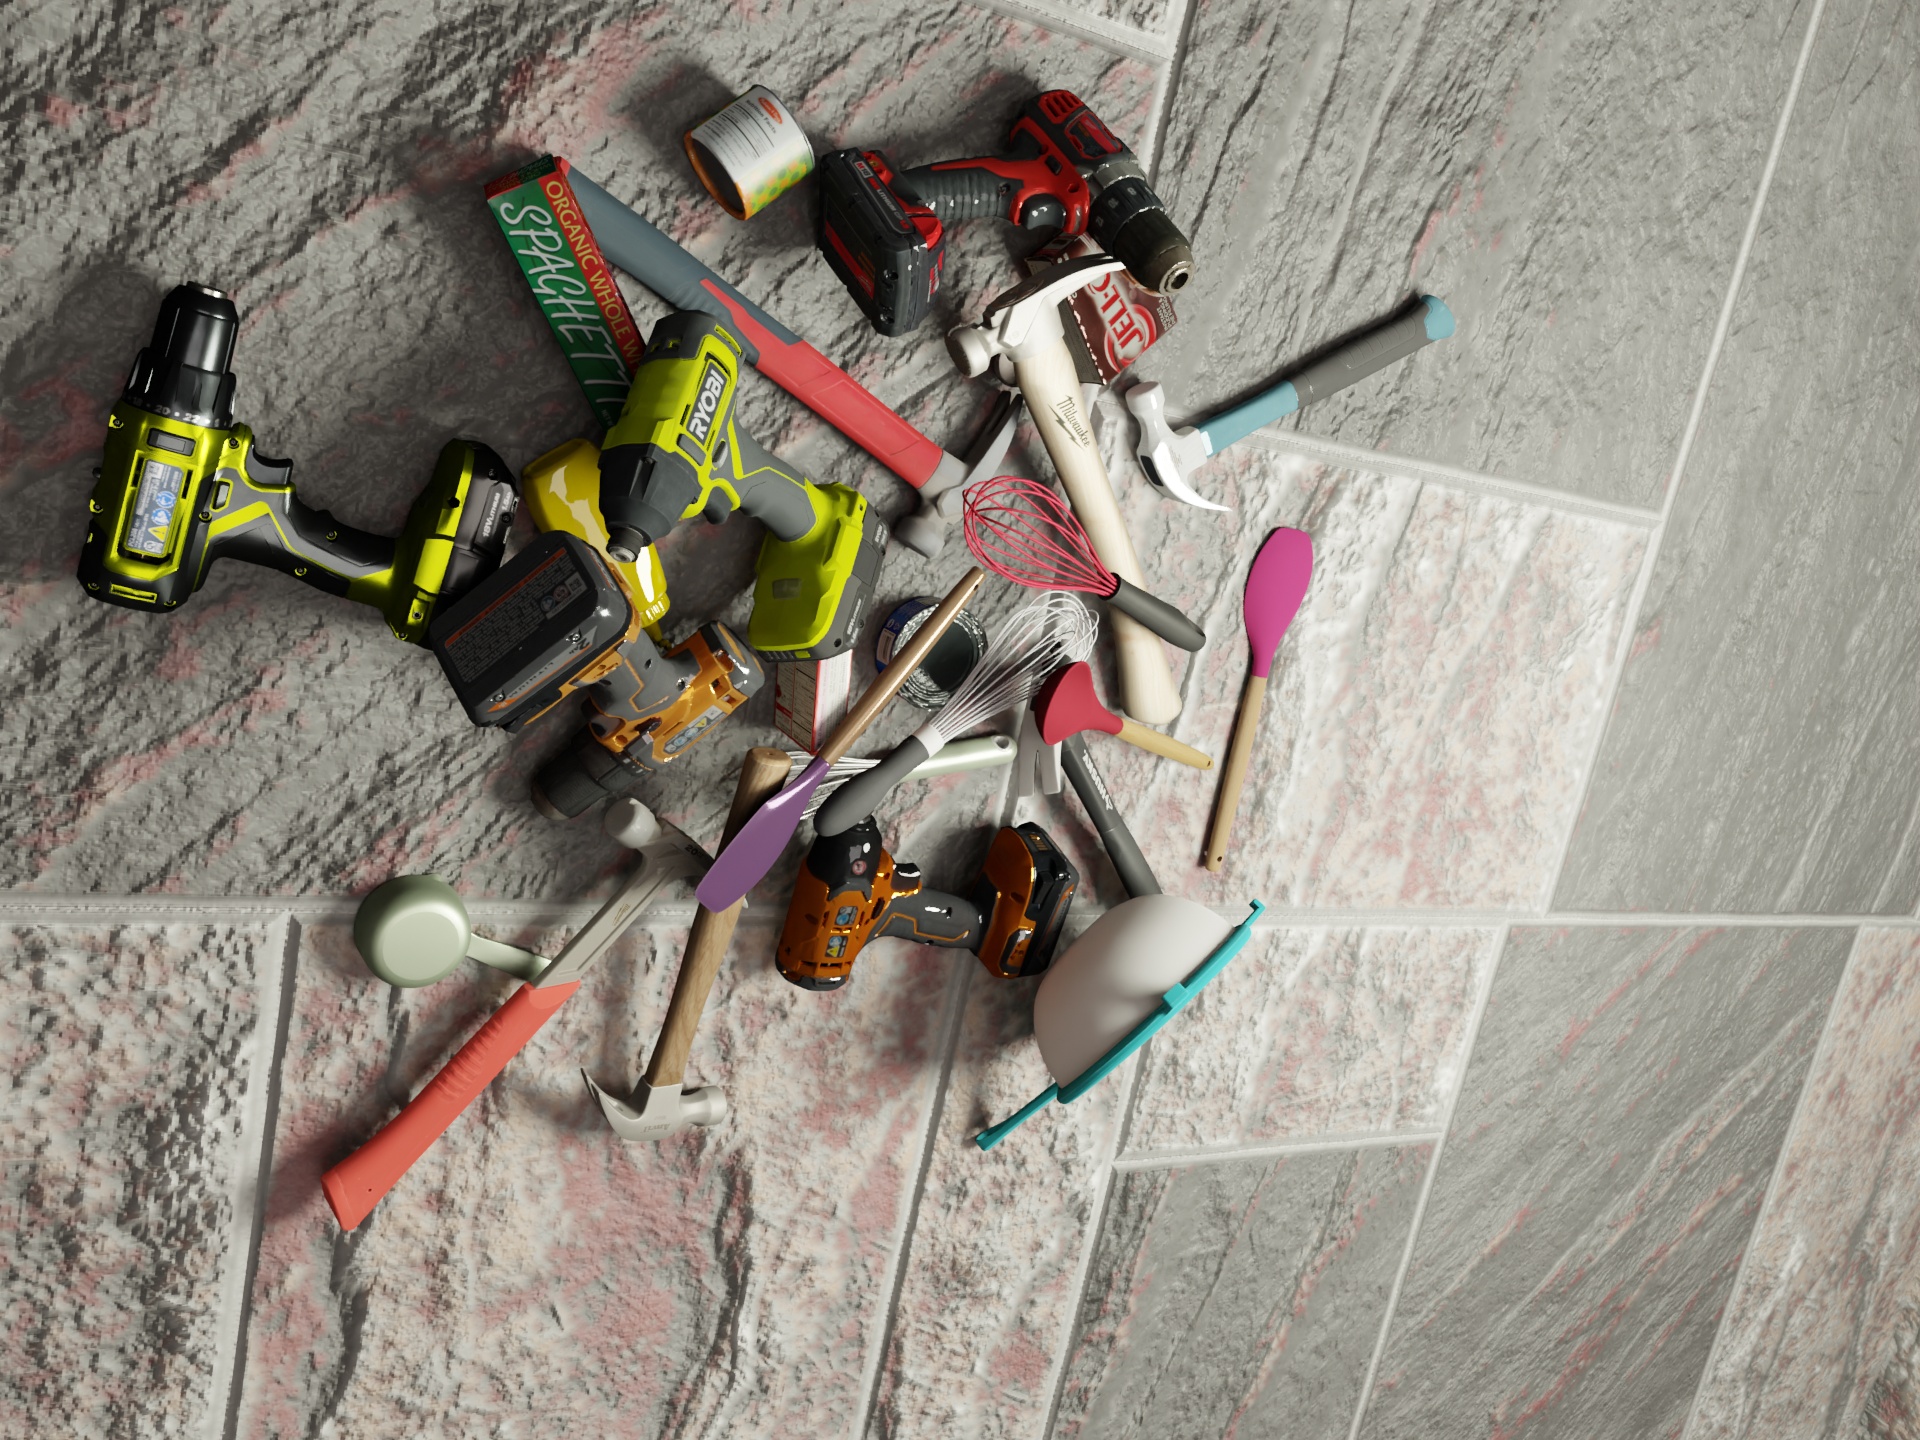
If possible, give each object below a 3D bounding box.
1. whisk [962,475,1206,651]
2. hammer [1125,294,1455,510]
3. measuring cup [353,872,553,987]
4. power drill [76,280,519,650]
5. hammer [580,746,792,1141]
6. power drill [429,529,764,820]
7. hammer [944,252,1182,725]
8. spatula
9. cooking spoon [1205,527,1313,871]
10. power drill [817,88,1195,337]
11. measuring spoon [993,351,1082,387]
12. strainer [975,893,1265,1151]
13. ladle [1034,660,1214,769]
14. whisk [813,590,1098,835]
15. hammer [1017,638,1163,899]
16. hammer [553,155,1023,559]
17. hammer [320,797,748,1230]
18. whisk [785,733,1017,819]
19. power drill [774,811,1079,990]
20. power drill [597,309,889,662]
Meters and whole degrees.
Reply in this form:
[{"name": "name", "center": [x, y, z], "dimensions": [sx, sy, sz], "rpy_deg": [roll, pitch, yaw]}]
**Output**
[{"name": "whisk", "center": [0.101, -0.110, 1.209], "dimensions": [0.295, 0.073, 0.073], "rpy_deg": [25, 93, -44]}, {"name": "hammer", "center": [0.288, -0.281, 1.342], "dimensions": [0.331, 0.033, 0.128], "rpy_deg": [-29, 118, -19]}, {"name": "measuring cup", "center": [-0.344, 0.166, 1.127], "dimensions": [0.167, 0.038, 0.083], "rpy_deg": [28, 92, -33]}, {"name": "power drill", "center": [-0.396, -0.144, 0.970], "dimensions": [0.228, 0.080, 0.190], "rpy_deg": [14, 100, -30]}, {"name": "hammer", "center": [-0.192, 0.171, 1.178], "dimensions": [0.130, 0.031, 0.331], "rpy_deg": [2, 115, -45]}, {"name": "power drill", "center": [-0.249, -0.016, 1.043], "dimensions": [0.185, 0.084, 0.226], "rpy_deg": [-37, 156, 6]}, {"name": "hammer", "center": [0.118, -0.161, 1.249], "dimensions": [0.146, 0.038, 0.410], "rpy_deg": [-32, 128, -10]}, {"name": "spatula", "center": [-0.082, 0.011, 1.148], "dimensions": [0.316, 0.018, 0.059], "rpy_deg": [-52, 149, -11]}, {"name": "cooking spoon", "center": [0.262, -0.015, 1.428], "dimensions": [0.068, 0.017, 0.319], "rpy_deg": [5, 104, -30]}, {"name": "power drill", "center": [0.034, -0.340, 1.093], "dimensions": [0.226, 0.188, 0.080], "rpy_deg": [-23, 153, -20]}, {"name": "measuring spoon", "center": [0.074, -0.276, 1.235], "dimensions": [0.124, 0.018, 0.034], "rpy_deg": [-8, 105, -35]}, {"name": "strainer", "center": [0.095, 0.249, 1.338], "dimensions": [0.340, 0.095, 0.211], "rpy_deg": [-47, 170, 33]}, {"name": "ladle", "center": [0.140, 0.008, 1.299], "dimensions": [0.315, 0.031, 0.069], "rpy_deg": [20, 96, -55]}, {"name": "whisk", "center": [-0.003, -0.004, 1.205], "dimensions": [0.284, 0.070, 0.070], "rpy_deg": [-39, 122, -20]}, {"name": "hammer", "center": [0.129, 0.099, 1.350], "dimensions": [0.334, 0.035, 0.146], "rpy_deg": [61, 33, -37]}, {"name": "hammer", "center": [-0.120, -0.270, 1.108], "dimensions": [0.386, 0.038, 0.143], "rpy_deg": [33, 87, -34]}, {"name": "hammer", "center": [-0.315, 0.221, 1.147], "dimensions": [0.359, 0.037, 0.149], "rpy_deg": [-48, 139, -7]}, {"name": "whisk", "center": [-0.060, 0.039, 1.249], "dimensions": [0.246, 0.058, 0.059], "rpy_deg": [-9, 145, -30]}, {"name": "power drill", "center": [-0.024, 0.133, 1.264], "dimensions": [0.226, 0.084, 0.164], "rpy_deg": [3, 118, -28]}, {"name": "power drill", "center": [-0.147, -0.137, 1.057], "dimensions": [0.223, 0.080, 0.171], "rpy_deg": [43, 53, -48]}]
